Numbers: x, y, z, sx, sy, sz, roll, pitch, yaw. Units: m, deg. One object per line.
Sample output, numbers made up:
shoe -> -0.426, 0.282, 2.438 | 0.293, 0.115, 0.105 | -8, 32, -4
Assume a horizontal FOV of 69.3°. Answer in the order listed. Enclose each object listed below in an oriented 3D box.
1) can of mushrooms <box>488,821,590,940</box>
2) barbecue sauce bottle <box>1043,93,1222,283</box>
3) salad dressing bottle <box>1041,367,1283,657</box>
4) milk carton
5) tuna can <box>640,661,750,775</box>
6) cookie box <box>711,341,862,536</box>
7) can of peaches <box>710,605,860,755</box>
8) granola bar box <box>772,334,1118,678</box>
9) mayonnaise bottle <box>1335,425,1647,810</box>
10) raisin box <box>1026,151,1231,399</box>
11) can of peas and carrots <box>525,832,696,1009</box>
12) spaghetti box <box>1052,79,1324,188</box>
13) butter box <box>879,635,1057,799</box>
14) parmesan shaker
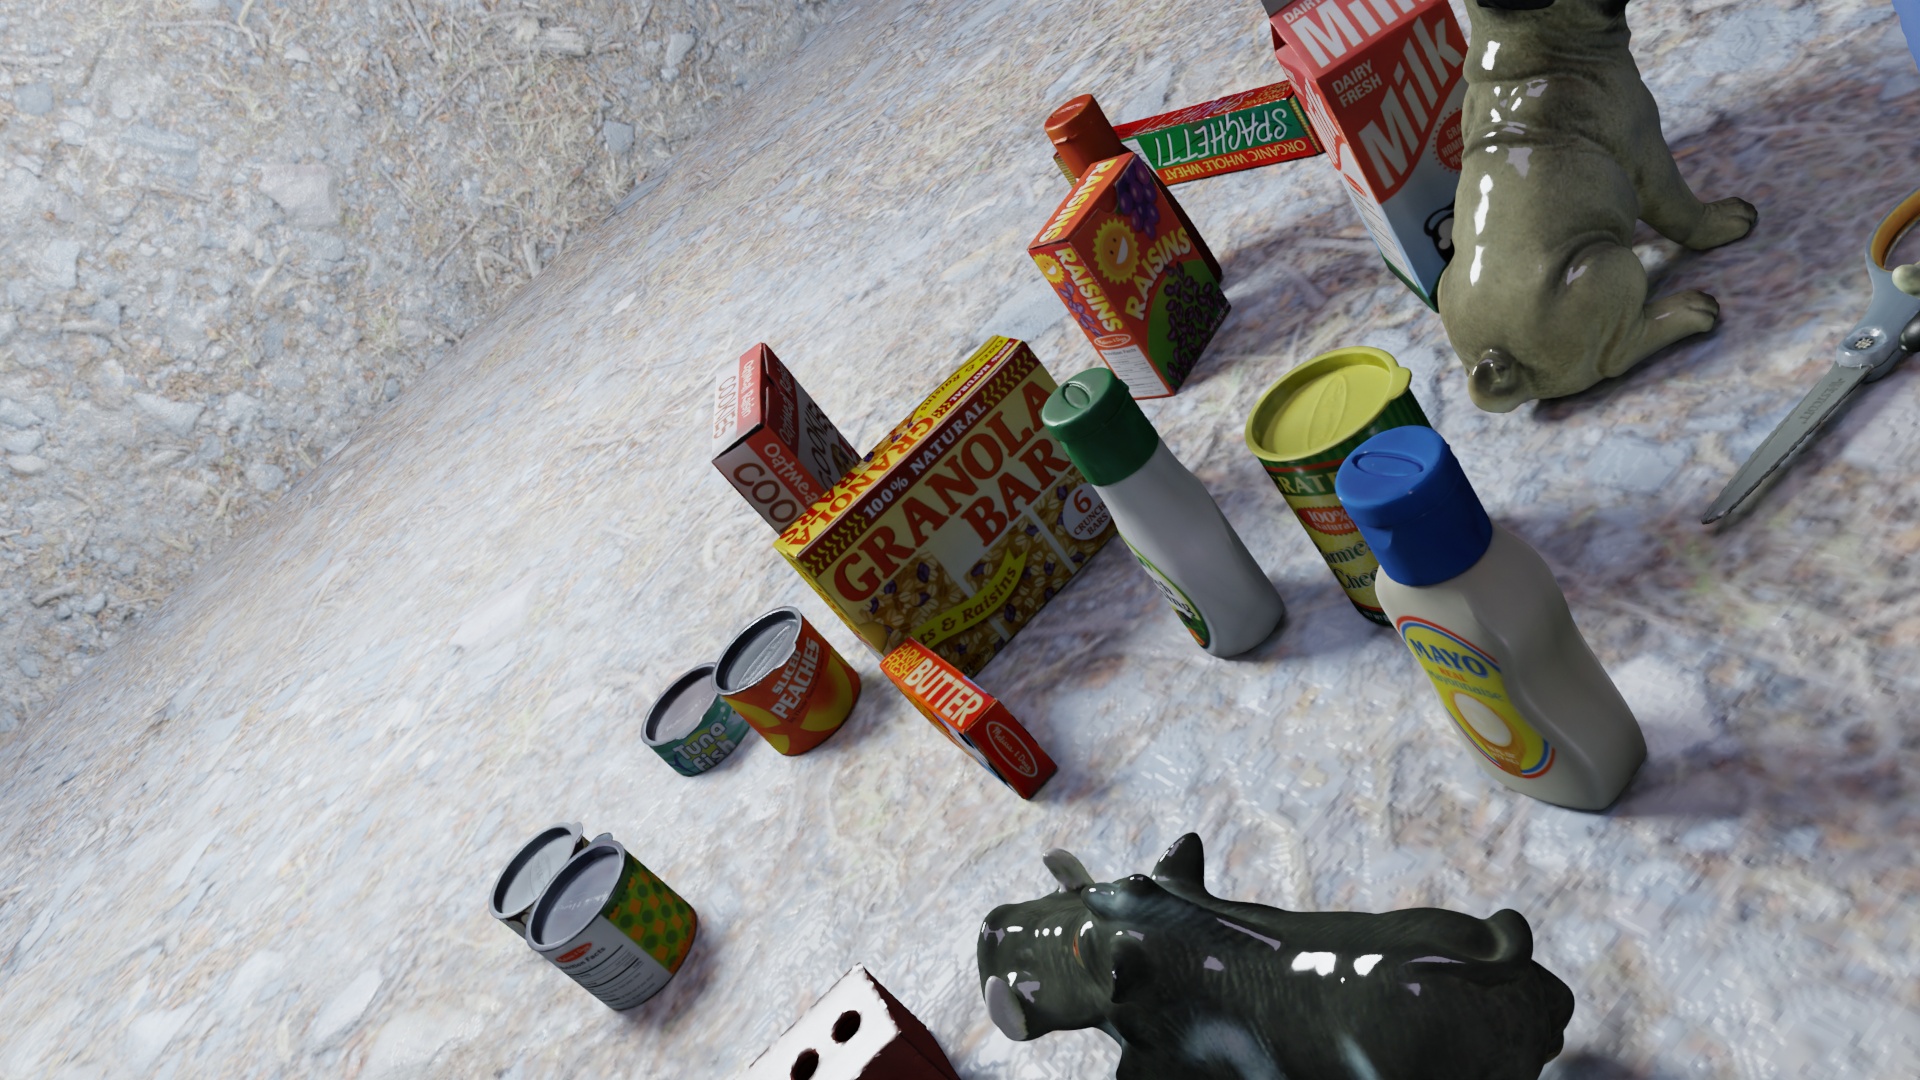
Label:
can of mushrooms -> -0.240, 0.201, 0.818 | 0.071, 0.033, 0.071 | -29, 29, 18
barbecue sauce bottle -> 0.107, -0.215, 0.894 | 0.065, 0.148, 0.044 | 0, 46, 50
salad dressing bottle -> 0.090, -0.011, 0.614 | 0.044, 0.147, 0.064 | -37, 28, 4
milk carton -> 0.225, -0.219, 0.713 | 0.072, 0.190, 0.074 | -33, 28, 13
tuna can -> -0.161, 0.111, 0.858 | 0.071, 0.032, 0.071 | -29, 29, 18
cookie box -> -0.078, -0.025, 0.815 | 0.040, 0.167, 0.123 | -34, 28, 10
can of peaches -> -0.099, 0.081, 0.800 | 0.071, 0.058, 0.071 | -29, 29, 18
granola bar box -> 0.003, -0.009, 0.741 | 0.166, 0.124, 0.039 | -45, 28, -10
mayonnaise bottle -> 0.171, 0.027, 0.459 | 0.041, 0.147, 0.065 | -47, 28, -14
raisin box -> 0.104, -0.158, 0.841 | 0.040, 0.123, 0.086 | -1, 46, 50
can of peas and carrots -> -0.181, 0.198, 0.724 | 0.071, 0.058, 0.071 | -29, 29, 18
spaghetti box -> 0.169, -0.298, 1.048 | 0.250, 0.050, 0.029 | 5, 51, 53
butter box -> 0.001, 0.085, 0.679 | 0.024, 0.053, 0.103 | -45, 28, -10
parmesan shaker -> 0.174, -0.021, 0.575 | 0.071, 0.103, 0.072 | -29, 29, 18
